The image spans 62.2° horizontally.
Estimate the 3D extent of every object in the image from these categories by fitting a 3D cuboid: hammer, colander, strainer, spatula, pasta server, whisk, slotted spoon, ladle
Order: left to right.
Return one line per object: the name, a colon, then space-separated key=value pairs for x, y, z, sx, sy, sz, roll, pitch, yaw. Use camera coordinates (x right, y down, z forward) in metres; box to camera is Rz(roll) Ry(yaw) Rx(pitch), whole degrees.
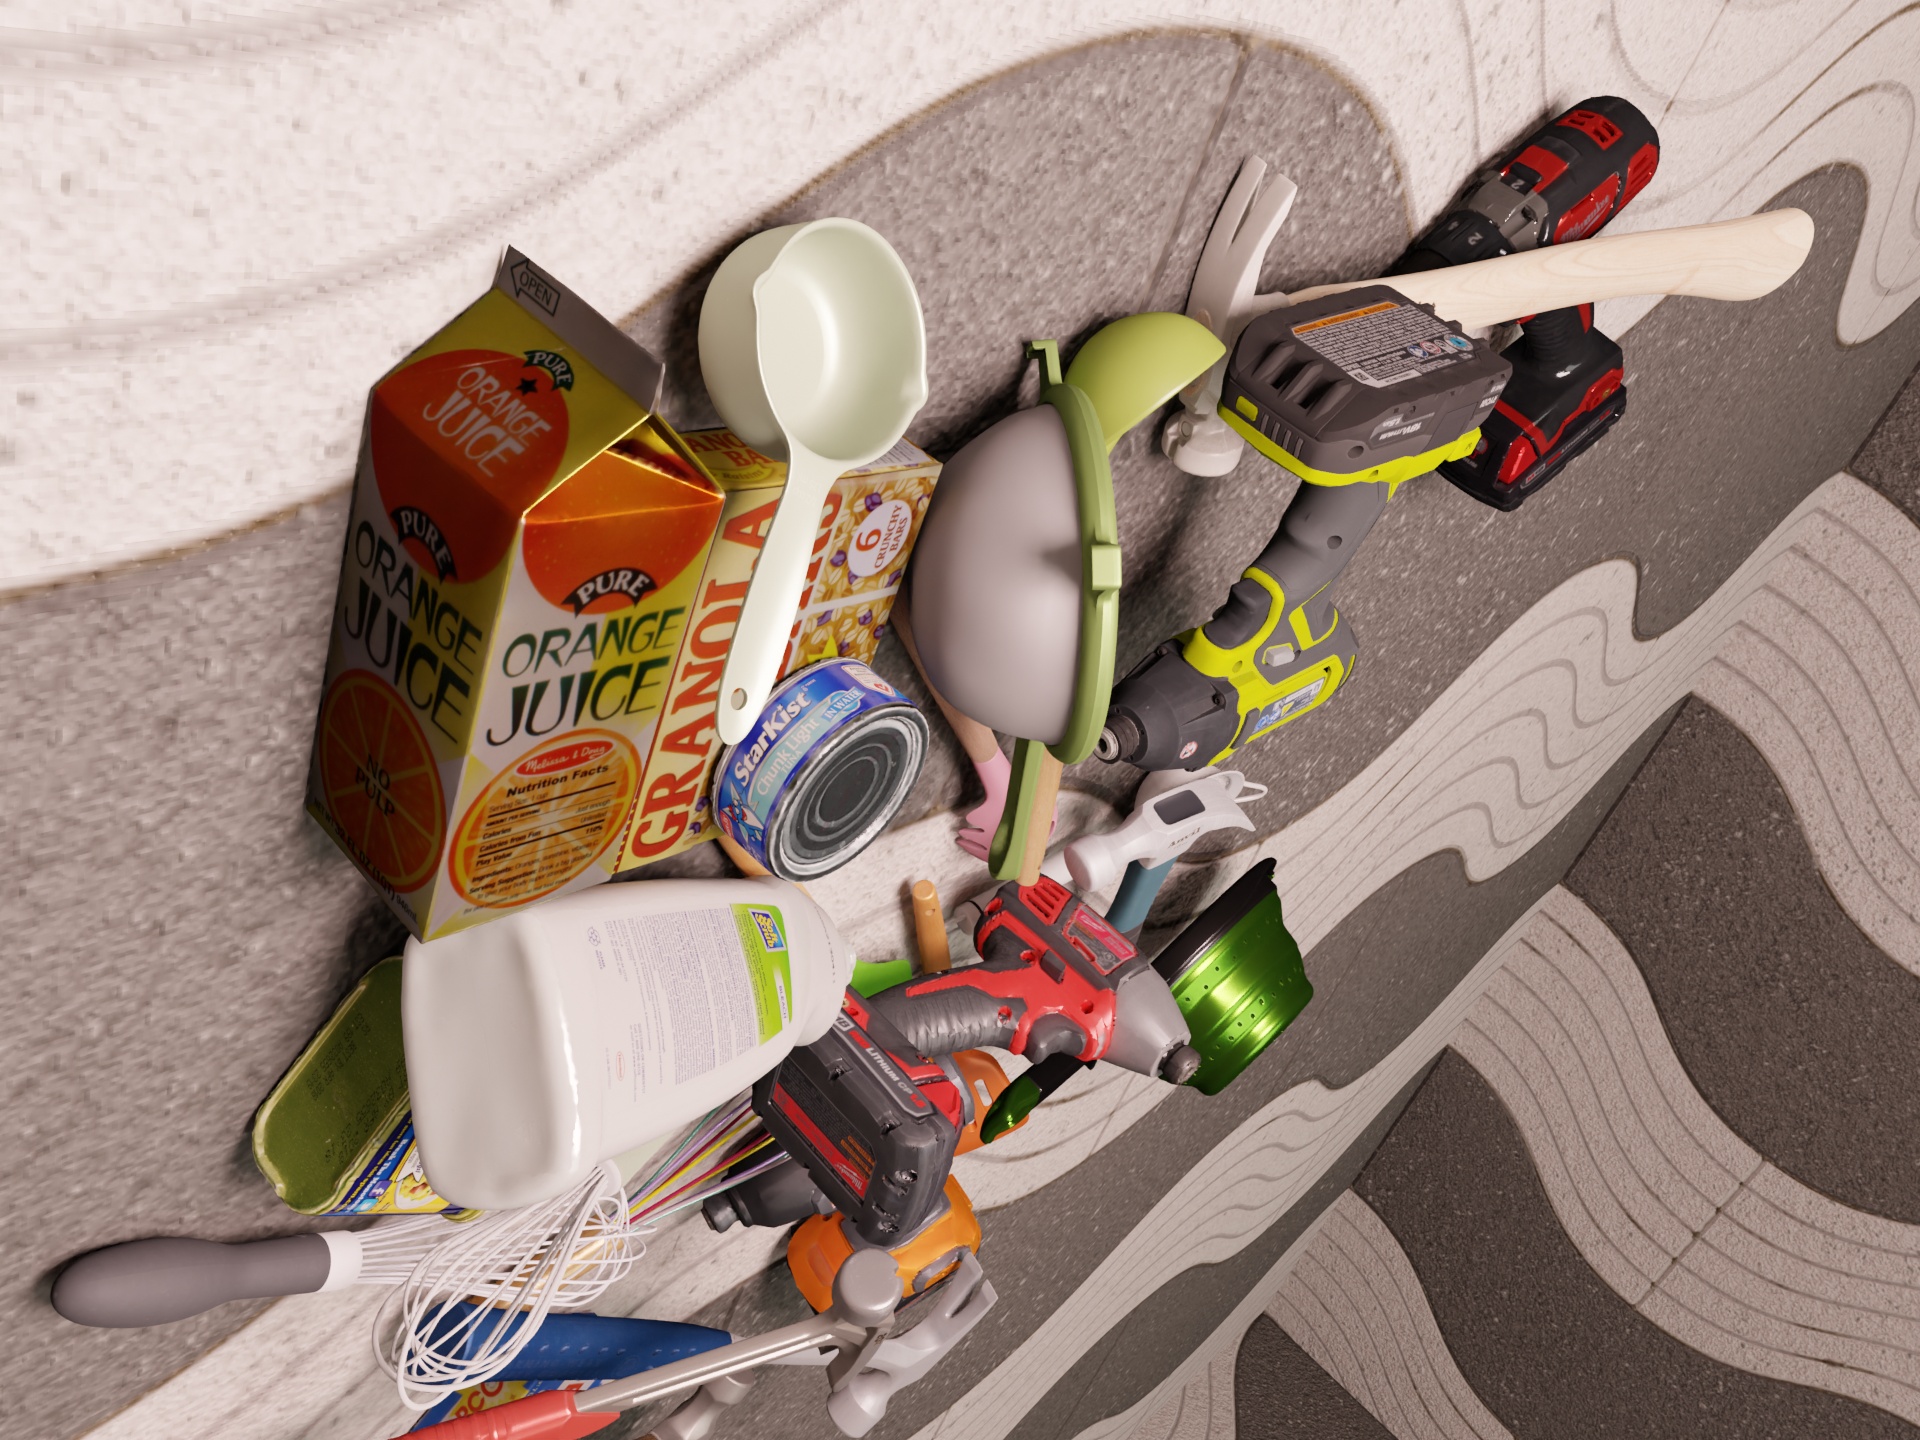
whisk: x=-0.235 y=0.221 z=0.658 sx=0.070 sy=0.070 sz=0.284 roll=-56 pitch=148 yaw=10
hammer: x=-0.203 y=0.321 z=0.715 sx=0.359 sy=0.037 sz=0.149 roll=-10 pitch=147 yaw=-24
hammer: x=-0.232 y=0.420 z=0.844 sx=0.130 sy=0.031 sz=0.331 roll=-53 pitch=156 yaw=5
whisk: x=-0.162 y=0.202 z=0.691 sx=0.246 sy=0.058 sz=0.059 roll=-42 pitch=141 yaw=-60
whisk: x=-0.160 y=0.245 z=0.814 sx=0.245 sy=0.051 sz=0.047 roll=-30 pitch=-179 yaw=-26
hammer: x=-0.124 y=0.340 z=0.869 sx=0.144 sy=0.035 sz=0.405 roll=-46 pitch=143 yaw=10
slotted spoon: x=-0.073 y=0.107 z=0.789 sx=0.070 sy=0.031 sz=0.313 roll=-46 pitch=152 yaw=-14
spatula: x=-0.006 y=0.187 z=0.970 sx=0.081 sy=0.041 sz=0.322 roll=-20 pitch=146 yaw=-9
pasta server: x=-0.001 y=-0.002 z=0.766 sx=0.060 sy=0.040 sz=0.315 roll=-45 pitch=149 yaw=-10
strainer: x=0.009 y=-0.019 z=0.666 sx=0.069 sy=0.152 sz=0.256 roll=-1 pitch=135 yaw=-9
ladle: x=0.061 y=-0.038 z=0.741 sx=0.078 sy=0.062 sz=0.320 roll=-45 pitch=151 yaw=-47
strainer: x=0.086 y=0.075 z=0.979 sx=0.258 sy=0.050 sz=0.086 roll=-25 pitch=156 yaw=-31
hammer: x=0.102 y=0.132 z=1.023 sx=0.128 sy=0.033 sz=0.330 roll=-25 pitch=156 yaw=-20
colander: x=0.144 y=0.219 z=1.081 sx=0.397 sy=0.094 sz=0.204 roll=-22 pitch=153 yaw=-56
hammer: x=0.286 y=-0.226 z=0.794 sx=0.410 sy=0.038 sz=0.146 roll=-16 pitch=139 yaw=-25

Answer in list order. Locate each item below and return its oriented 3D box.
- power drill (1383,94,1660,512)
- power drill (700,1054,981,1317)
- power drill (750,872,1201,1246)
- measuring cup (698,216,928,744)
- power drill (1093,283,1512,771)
power drill: x=0.307 y=-0.219 z=0.910 sx=0.188 sy=0.080 sz=0.226 roll=-39 pitch=148 yaw=-7
power drill: x=-0.068 y=0.294 z=0.969 sx=0.164 sy=0.084 sz=0.226 roll=-27 pitch=143 yaw=-18
power drill: x=0.016 y=0.165 z=0.810 sx=0.219 sy=0.143 sz=0.078 roll=-20 pitch=139 yaw=-41
measuring cup: x=-0.061 y=-0.075 z=0.501 sx=0.083 sy=0.038 sz=0.167 roll=21 pitch=82 yaw=-50
power drill: x=0.146 y=-0.075 z=0.731 sx=0.171 sy=0.080 sz=0.223 roll=-23 pitch=145 yaw=-38
